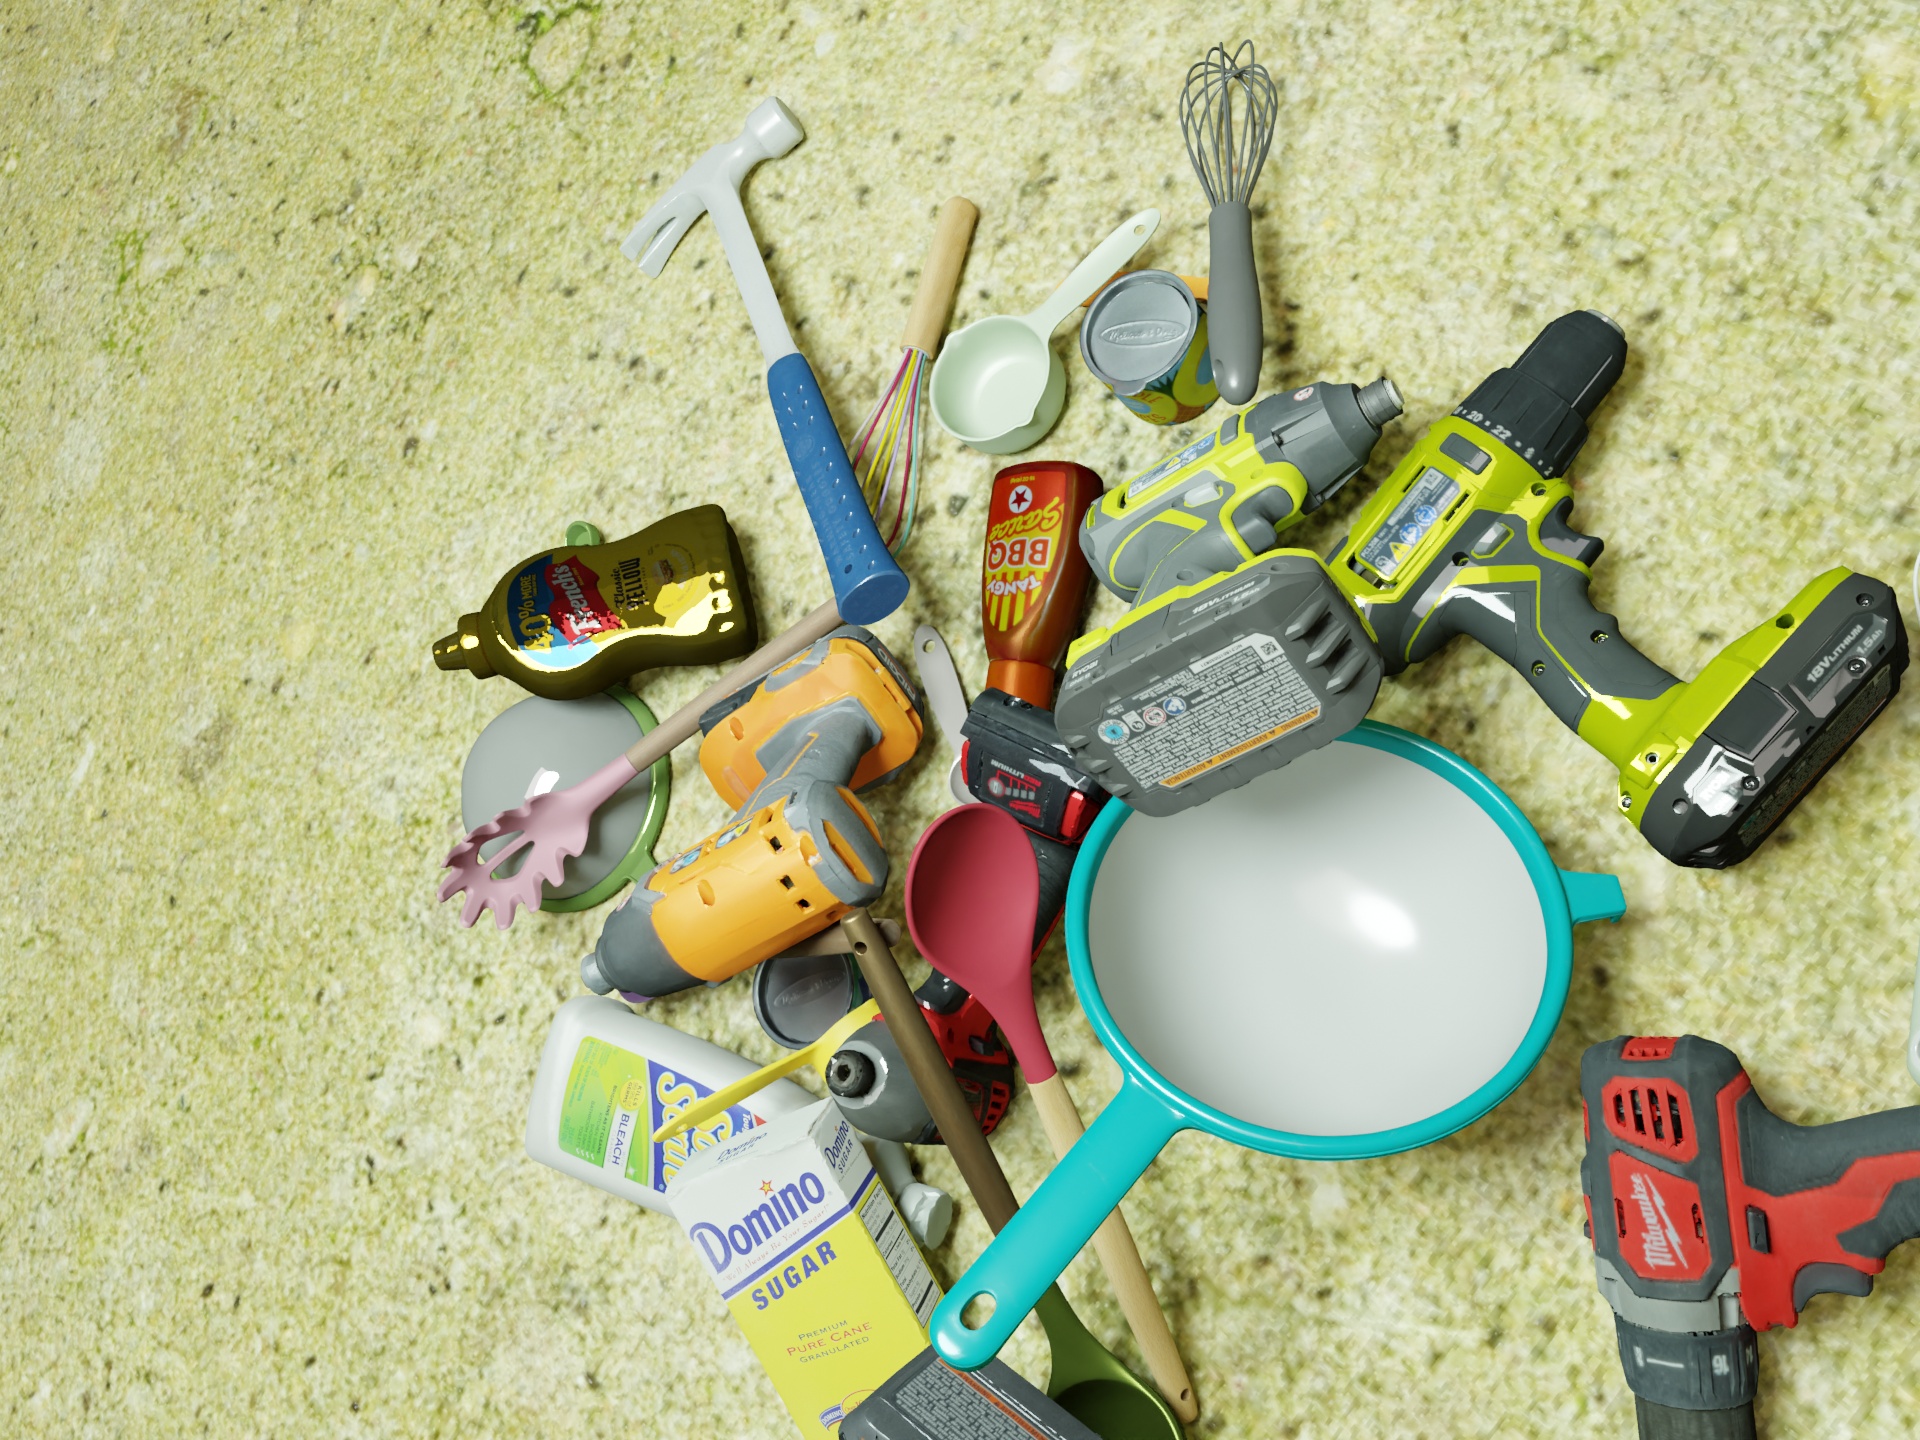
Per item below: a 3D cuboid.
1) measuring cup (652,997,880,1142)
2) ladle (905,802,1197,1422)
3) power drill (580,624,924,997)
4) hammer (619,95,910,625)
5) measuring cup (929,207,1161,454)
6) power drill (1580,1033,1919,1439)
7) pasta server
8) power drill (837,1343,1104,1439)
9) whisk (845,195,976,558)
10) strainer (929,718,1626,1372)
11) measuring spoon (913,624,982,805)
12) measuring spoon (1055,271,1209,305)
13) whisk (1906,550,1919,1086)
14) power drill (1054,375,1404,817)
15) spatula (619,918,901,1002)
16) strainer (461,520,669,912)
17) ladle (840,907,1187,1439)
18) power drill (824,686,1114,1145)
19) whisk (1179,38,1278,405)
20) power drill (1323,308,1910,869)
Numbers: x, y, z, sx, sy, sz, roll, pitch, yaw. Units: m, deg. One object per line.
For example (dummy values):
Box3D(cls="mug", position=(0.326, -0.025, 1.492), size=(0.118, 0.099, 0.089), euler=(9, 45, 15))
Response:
Box3D(cls="measuring cup", position=(-0.085, 0.188, 0.810), size=(0.029, 0.156, 0.062), euler=(48, 136, 24))
Box3D(cls="ladle", position=(0.048, 0.182, 0.715), size=(0.031, 0.069, 0.315), euler=(-2, 113, 63))
Box3D(cls="power drill", position=(-0.105, 0.051, 0.816), size=(0.164, 0.084, 0.227), euler=(-29, 20, 19))
Box3D(cls="hammer", position=(-0.111, -0.215, 0.956), size=(0.144, 0.035, 0.406), euler=(-34, 53, 18))
Box3D(cls="measuring cup", position=(0.056, -0.219, 0.900), size=(0.167, 0.038, 0.083), euler=(-44, 61, 10))
Box3D(cls="power drill", position=(0.354, 0.212, 0.593), size=(0.227, 0.080, 0.188), euler=(-7, 87, 29))
Box3D(cls="pasta server", position=(-0.169, 0.011, 0.926), size=(0.316, 0.060, 0.040), euler=(-37, 21, 0))
Box3D(cls="power drill", position=(-0.022, 0.388, 0.719), size=(0.185, 0.084, 0.226), euler=(27, 120, 30))
Box3D(cls="whisk", position=(-0.031, -0.198, 0.940), size=(0.051, 0.047, 0.245), euler=(10, 79, 32))
Box3D(cls="strainer", position=(0.113, 0.149, 0.689), size=(0.211, 0.095, 0.340), euler=(34, 68, 28))
Box3D(cls="measuring spoon", position=(-0.001, -0.003, 0.890), size=(0.034, 0.018, 0.124), euler=(-30, 58, 16))
Box3D(cls="measuring spoon", position=(0.105, -0.241, 0.896), size=(0.117, 0.011, 0.021), euler=(10, 81, 34))
Box3D(cls="whisk", position=(0.406, 0.027, 0.638), size=(0.058, 0.059, 0.246), euler=(3, 82, 54))
Box3D(cls="power drill", position=(0.126, -0.072, 0.731), size=(0.171, 0.080, 0.223), euler=(-29, 26, 30))
Box3D(cls="spatula", position=(-0.118, 0.119, 0.833), size=(0.316, 0.018, 0.060), euler=(-16, 52, 55))
Box3D(cls="strainer", position=(-0.259, -0.010, 0.998), size=(0.151, 0.069, 0.256), euler=(-7, 75, 27))
Box3D(cls="ladle", position=(0.017, 0.229, 0.707), size=(0.078, 0.062, 0.320), euler=(-21, 101, 22))
Box3D(cls="power drill", position=(0.011, 0.104, 0.778), size=(0.079, 0.143, 0.220), euler=(25, 87, 29))
Box3D(cls="whisk", position=(0.144, -0.265, 0.834), size=(0.055, 0.055, 0.239), euler=(-11, 61, 26))
Box3D(cls="power drill", position=(0.289, -0.063, 0.708), size=(0.190, 0.080, 0.229), euler=(-51, 57, 9))
